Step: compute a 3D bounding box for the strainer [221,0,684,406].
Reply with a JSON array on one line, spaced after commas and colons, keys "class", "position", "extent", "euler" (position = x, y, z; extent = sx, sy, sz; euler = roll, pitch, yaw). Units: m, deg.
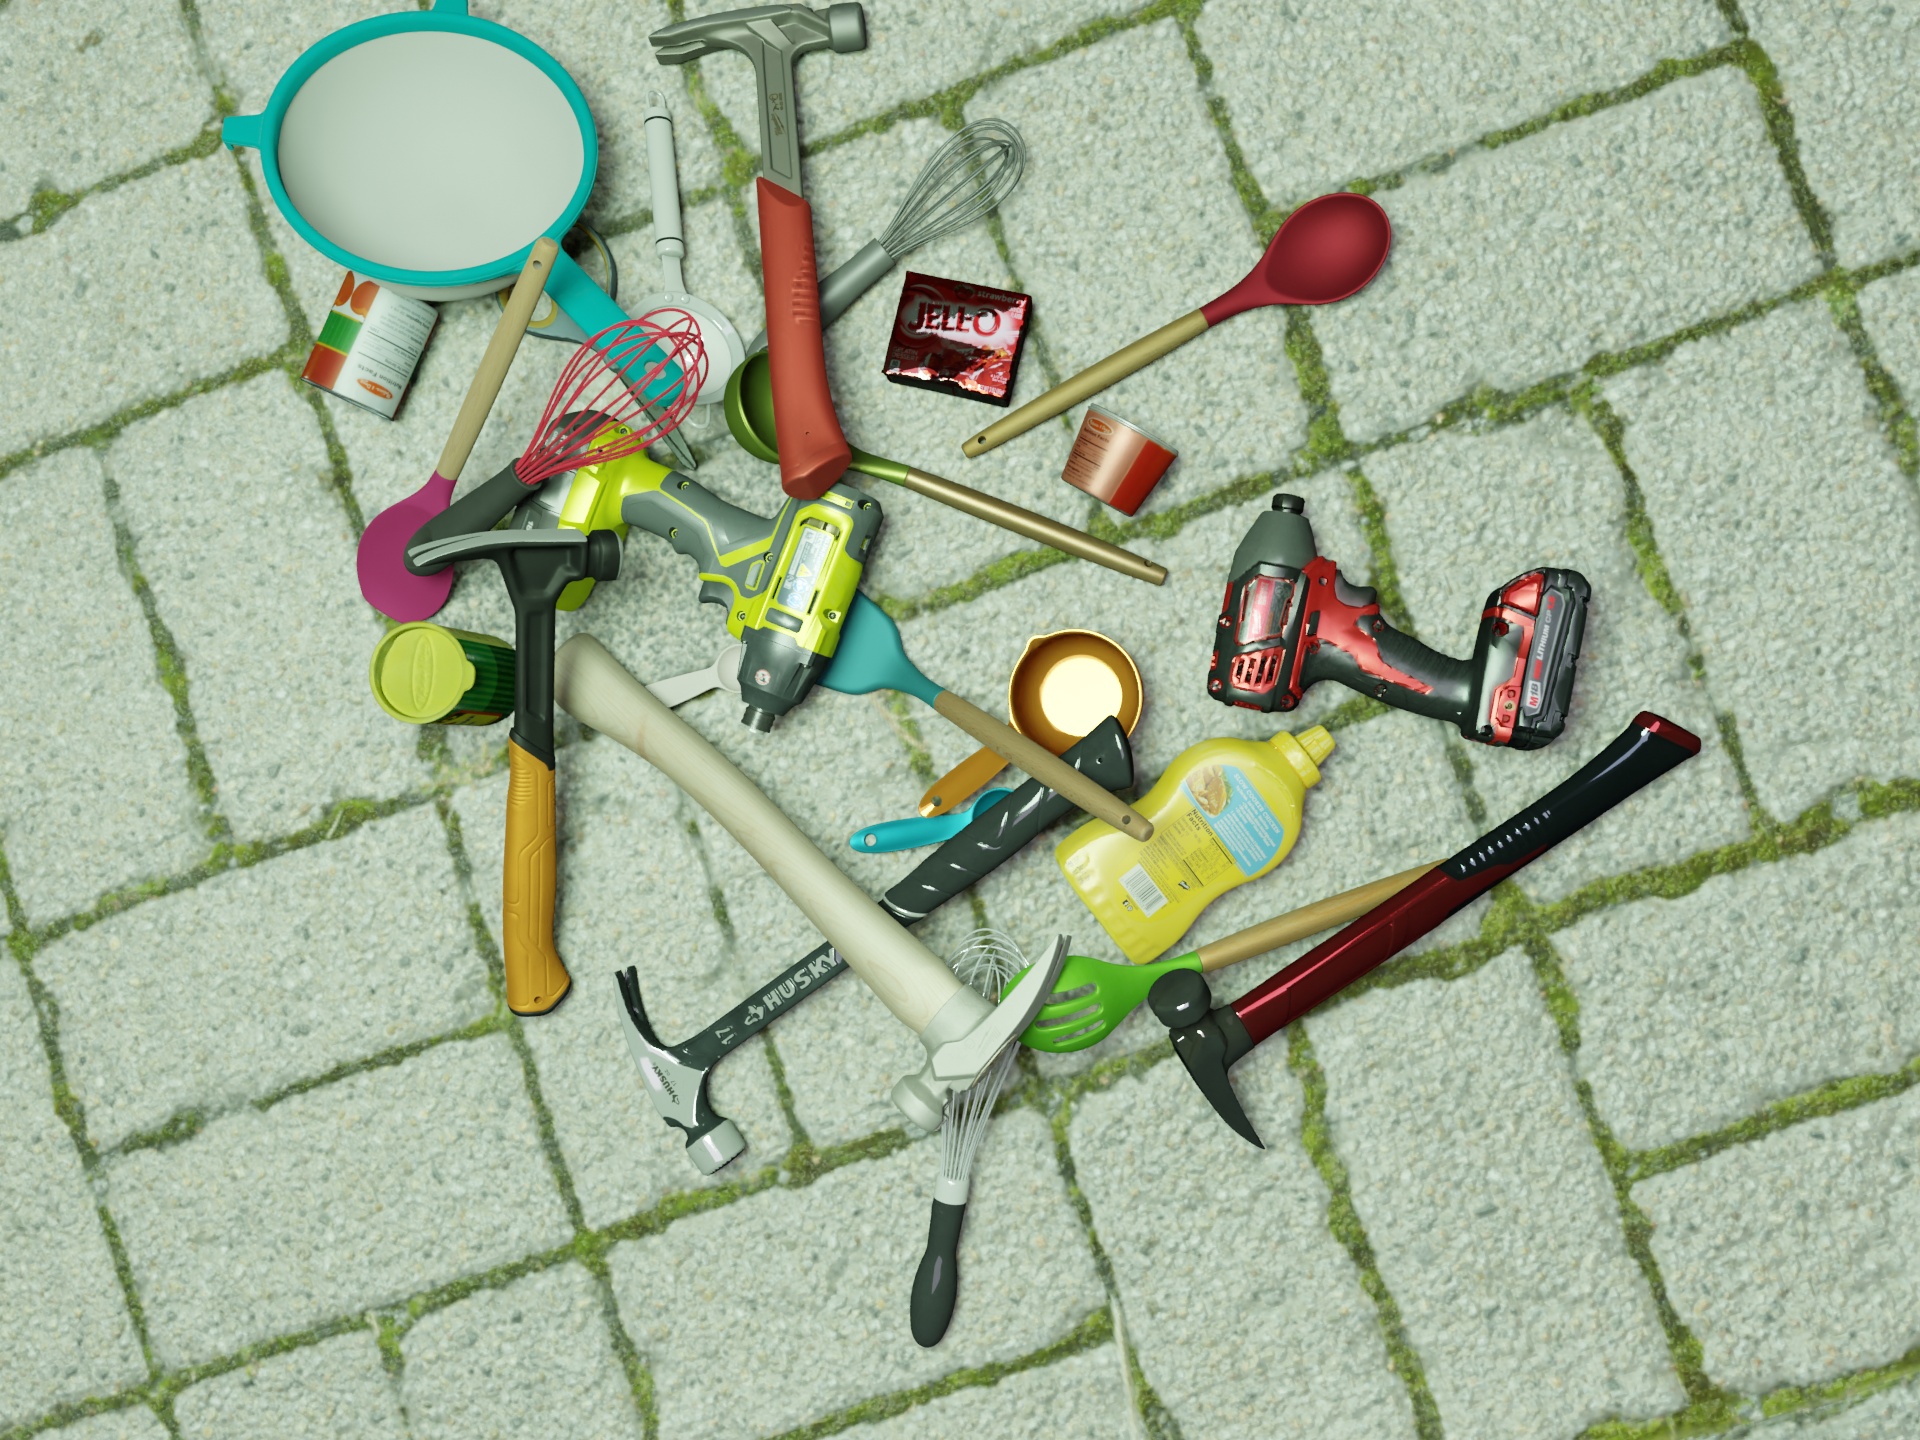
[{"class": "strainer", "position": [-0.305, -0.316, 1.064], "extent": [0.340, 0.095, 0.211], "euler": [45, 70, 6]}]

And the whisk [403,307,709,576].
[{"class": "whisk", "position": [-0.259, -0.164, 0.994], "extent": [0.296, 0.073, 0.073], "euler": [-29, 85, 31]}]

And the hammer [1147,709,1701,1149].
[{"class": "hammer", "position": [0.310, 0.123, 1.018], "extent": [0.386, 0.038, 0.143], "euler": [-33, 118, -3]}]

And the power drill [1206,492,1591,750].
[{"class": "power drill", "position": [0.278, -0.062, 1.023], "extent": [0.219, 0.078, 0.143], "euler": [11, 89, 9]}]

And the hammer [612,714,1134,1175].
[{"class": "hammer", "position": [-0.055, 0.128, 1.043], "extent": [0.409, 0.036, 0.149], "euler": [-37, 83, 12]}]

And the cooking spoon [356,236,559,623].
[{"class": "cooking spoon", "position": [-0.326, -0.181, 1.039], "extent": [0.068, 0.017, 0.318], "euler": [33, 124, -8]}]

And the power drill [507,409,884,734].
[{"class": "power drill", "position": [-0.182, -0.102, 1.060], "extent": [0.223, 0.080, 0.171], "euler": [21, 91, 9]}]

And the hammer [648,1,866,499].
[{"class": "hammer", "position": [-0.124, -0.315, 1.051], "extent": [0.149, 0.036, 0.359], "euler": [-7, 73, 4]}]

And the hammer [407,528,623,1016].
[{"class": "hammer", "position": [-0.286, 0.042, 1.032], "extent": [0.127, 0.034, 0.336], "euler": [-6, 112, -28]}]

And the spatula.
[{"class": "spatula", "position": [-0.002, -0.003, 1.019], "extent": [0.318, 0.044, 0.082], "euler": [32, 93, 37]}]

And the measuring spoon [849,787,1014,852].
[{"class": "measuring spoon", "position": [-0.012, 0.074, 1.079], "extent": [0.128, 0.021, 0.042], "euler": [-10, 79, 14]}]

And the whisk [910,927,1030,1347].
[{"class": "whisk", "position": [-0.001, 0.277, 1.051], "extent": [0.070, 0.070, 0.284], "euler": [10, 94, 6]}]

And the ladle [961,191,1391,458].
[{"class": "ladle", "position": [0.141, -0.256, 1.066], "extent": [0.315, 0.031, 0.069], "euler": [-28, 83, 6]}]

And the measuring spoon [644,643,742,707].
[{"class": "measuring spoon", "position": [-0.191, -0.021, 1.101], "extent": [0.124, 0.018, 0.034], "euler": [-18, 78, 12]}]

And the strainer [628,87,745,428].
[{"class": "strainer", "position": [-0.199, -0.316, 1.096], "extent": [0.086, 0.050, 0.258], "euler": [-1, 80, -31]}]

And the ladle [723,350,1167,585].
[{"class": "ladle", "position": [-0.009, -0.162, 1.065], "extent": [0.320, 0.062, 0.078], "euler": [22, 54, 3]}]

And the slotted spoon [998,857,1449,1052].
[{"class": "slotted spoon", "position": [0.176, 0.144, 1.019], "extent": [0.313, 0.031, 0.070], "euler": [-19, 111, -8]}]

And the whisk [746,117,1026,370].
[{"class": "whisk", "position": [-0.054, -0.319, 1.079], "extent": [0.239, 0.055, 0.055], "euler": [-39, 85, 7]}]

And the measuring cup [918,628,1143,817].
[{"class": "measuring cup", "position": [0.045, 0.009, 1.057], "extent": [0.173, 0.052, 0.095], "euler": [-38, 85, 11]}]

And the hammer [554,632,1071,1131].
[{"class": "hammer", "position": [-0.117, 0.070, 1.029], "extent": [0.411, 0.038, 0.146], "euler": [41, 94, 20]}]
